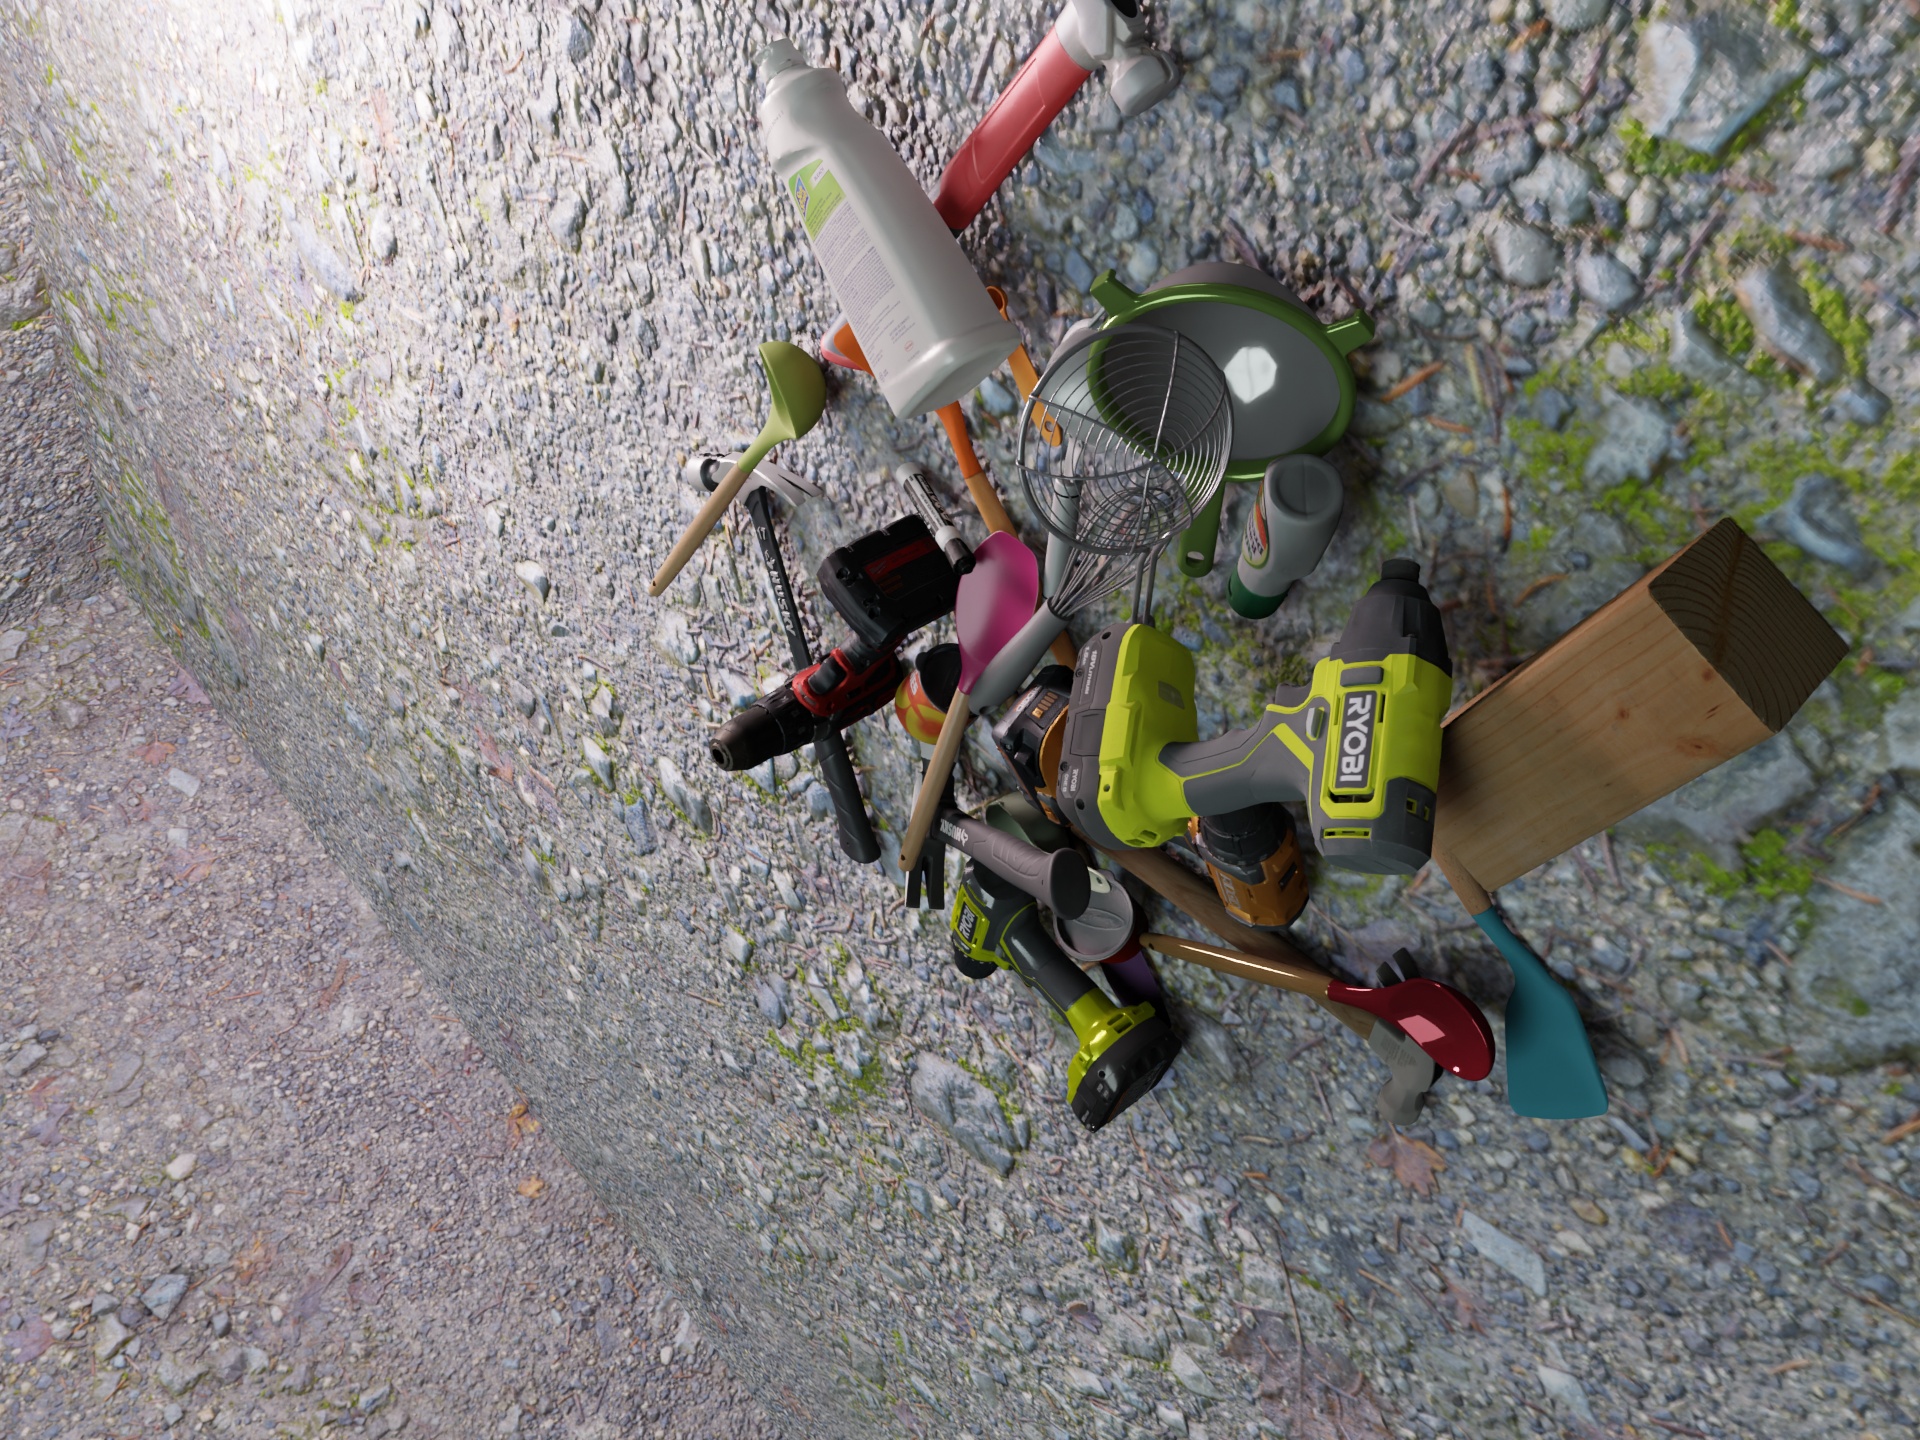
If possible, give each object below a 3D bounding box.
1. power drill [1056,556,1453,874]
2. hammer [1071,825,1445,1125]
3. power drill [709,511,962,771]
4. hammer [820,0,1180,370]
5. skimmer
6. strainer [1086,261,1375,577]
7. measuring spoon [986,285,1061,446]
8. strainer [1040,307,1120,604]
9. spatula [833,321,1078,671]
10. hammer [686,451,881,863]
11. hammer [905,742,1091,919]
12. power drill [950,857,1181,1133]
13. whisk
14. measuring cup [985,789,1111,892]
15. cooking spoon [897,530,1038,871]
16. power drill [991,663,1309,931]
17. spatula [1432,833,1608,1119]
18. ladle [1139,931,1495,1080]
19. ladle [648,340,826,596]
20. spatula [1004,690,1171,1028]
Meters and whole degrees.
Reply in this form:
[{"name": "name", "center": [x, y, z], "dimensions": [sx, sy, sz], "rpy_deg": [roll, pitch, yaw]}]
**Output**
[{"name": "power drill", "center": [0.170, -0.001, 0.912], "dimensions": [0.223, 0.080, 0.171], "rpy_deg": [-4, 70, 44]}, {"name": "hammer", "center": [0.211, 0.155, 1.167], "dimensions": [0.332, 0.031, 0.130], "rpy_deg": [36, 141, 29]}, {"name": "power drill", "center": [-0.097, -0.050, 1.257], "dimensions": [0.080, 0.188, 0.226], "rpy_deg": [51, 142, 11]}, {"name": "hammer", "center": [-0.011, -0.352, 1.031], "dimensions": [0.143, 0.038, 0.386], "rpy_deg": [58, 146, 1]}, {"name": "skimmer", "center": [0.100, -0.105, 0.986], "dimensions": [0.090, 0.127, 0.363], "rpy_deg": [62, 174, 19]}, {"name": "strainer", "center": [0.154, -0.182, 0.947], "dimensions": [0.151, 0.069, 0.256], "rpy_deg": [12, 152, 10]}, {"name": "measuring spoon", "center": [0.045, -0.240, 1.079], "dimensions": [0.021, 0.011, 0.116], "rpy_deg": [-6, 116, 48]}, {"name": "strainer", "center": [0.073, -0.164, 1.068], "dimensions": [0.087, 0.050, 0.258], "rpy_deg": [53, 151, 39]}, {"name": "spatula", "center": [0.014, -0.153, 1.155], "dimensions": [0.081, 0.041, 0.322], "rpy_deg": [-15, 107, 52]}, {"name": "hammer", "center": [-0.136, -0.047, 1.440], "dimensions": [0.149, 0.036, 0.408], "rpy_deg": [13, 127, 45]}, {"name": "hammer", "center": [0.021, 0.101, 1.204], "dimensions": [0.335, 0.035, 0.146], "rpy_deg": [-161, 78, -71]}, {"name": "power drill", "center": [0.073, 0.231, 1.356], "dimensions": [0.229, 0.080, 0.190], "rpy_deg": [49, 154, 22]}, {"name": "whisk", "center": [0.071, -0.077, 1.099], "dimensions": [0.055, 0.055, 0.239], "rpy_deg": [50, 131, 11]}, {"name": "measuring cup", "center": [0.079, 0.099, 1.235], "dimensions": [0.168, 0.038, 0.083], "rpy_deg": [19, 134, 58]}, {"name": "cooking spoon", "center": [-0.002, -0.004, 1.217], "dimensions": [0.069, 0.017, 0.318], "rpy_deg": [39, 128, 26]}, {"name": "power drill", "center": [0.131, 0.044, 1.093], "dimensions": [0.226, 0.084, 0.185], "rpy_deg": [30, 162, 32]}, {"name": "spatula", "center": [0.307, 0.101, 0.993], "dimensions": [0.317, 0.044, 0.082], "rpy_deg": [59, 153, -1]}, {"name": "ladle", "center": [0.238, 0.183, 1.104], "dimensions": [0.315, 0.031, 0.069], "rpy_deg": [9, 120, 52]}, {"name": "ladle", "center": [-0.201, -0.196, 1.325], "dimensions": [0.320, 0.062, 0.078], "rpy_deg": [-43, 64, 43]}, {"name": "spatula", "center": [0.098, 0.118, 1.291], "dimensions": [0.060, 0.018, 0.315], "rpy_deg": [-3, 115, 52]}]
